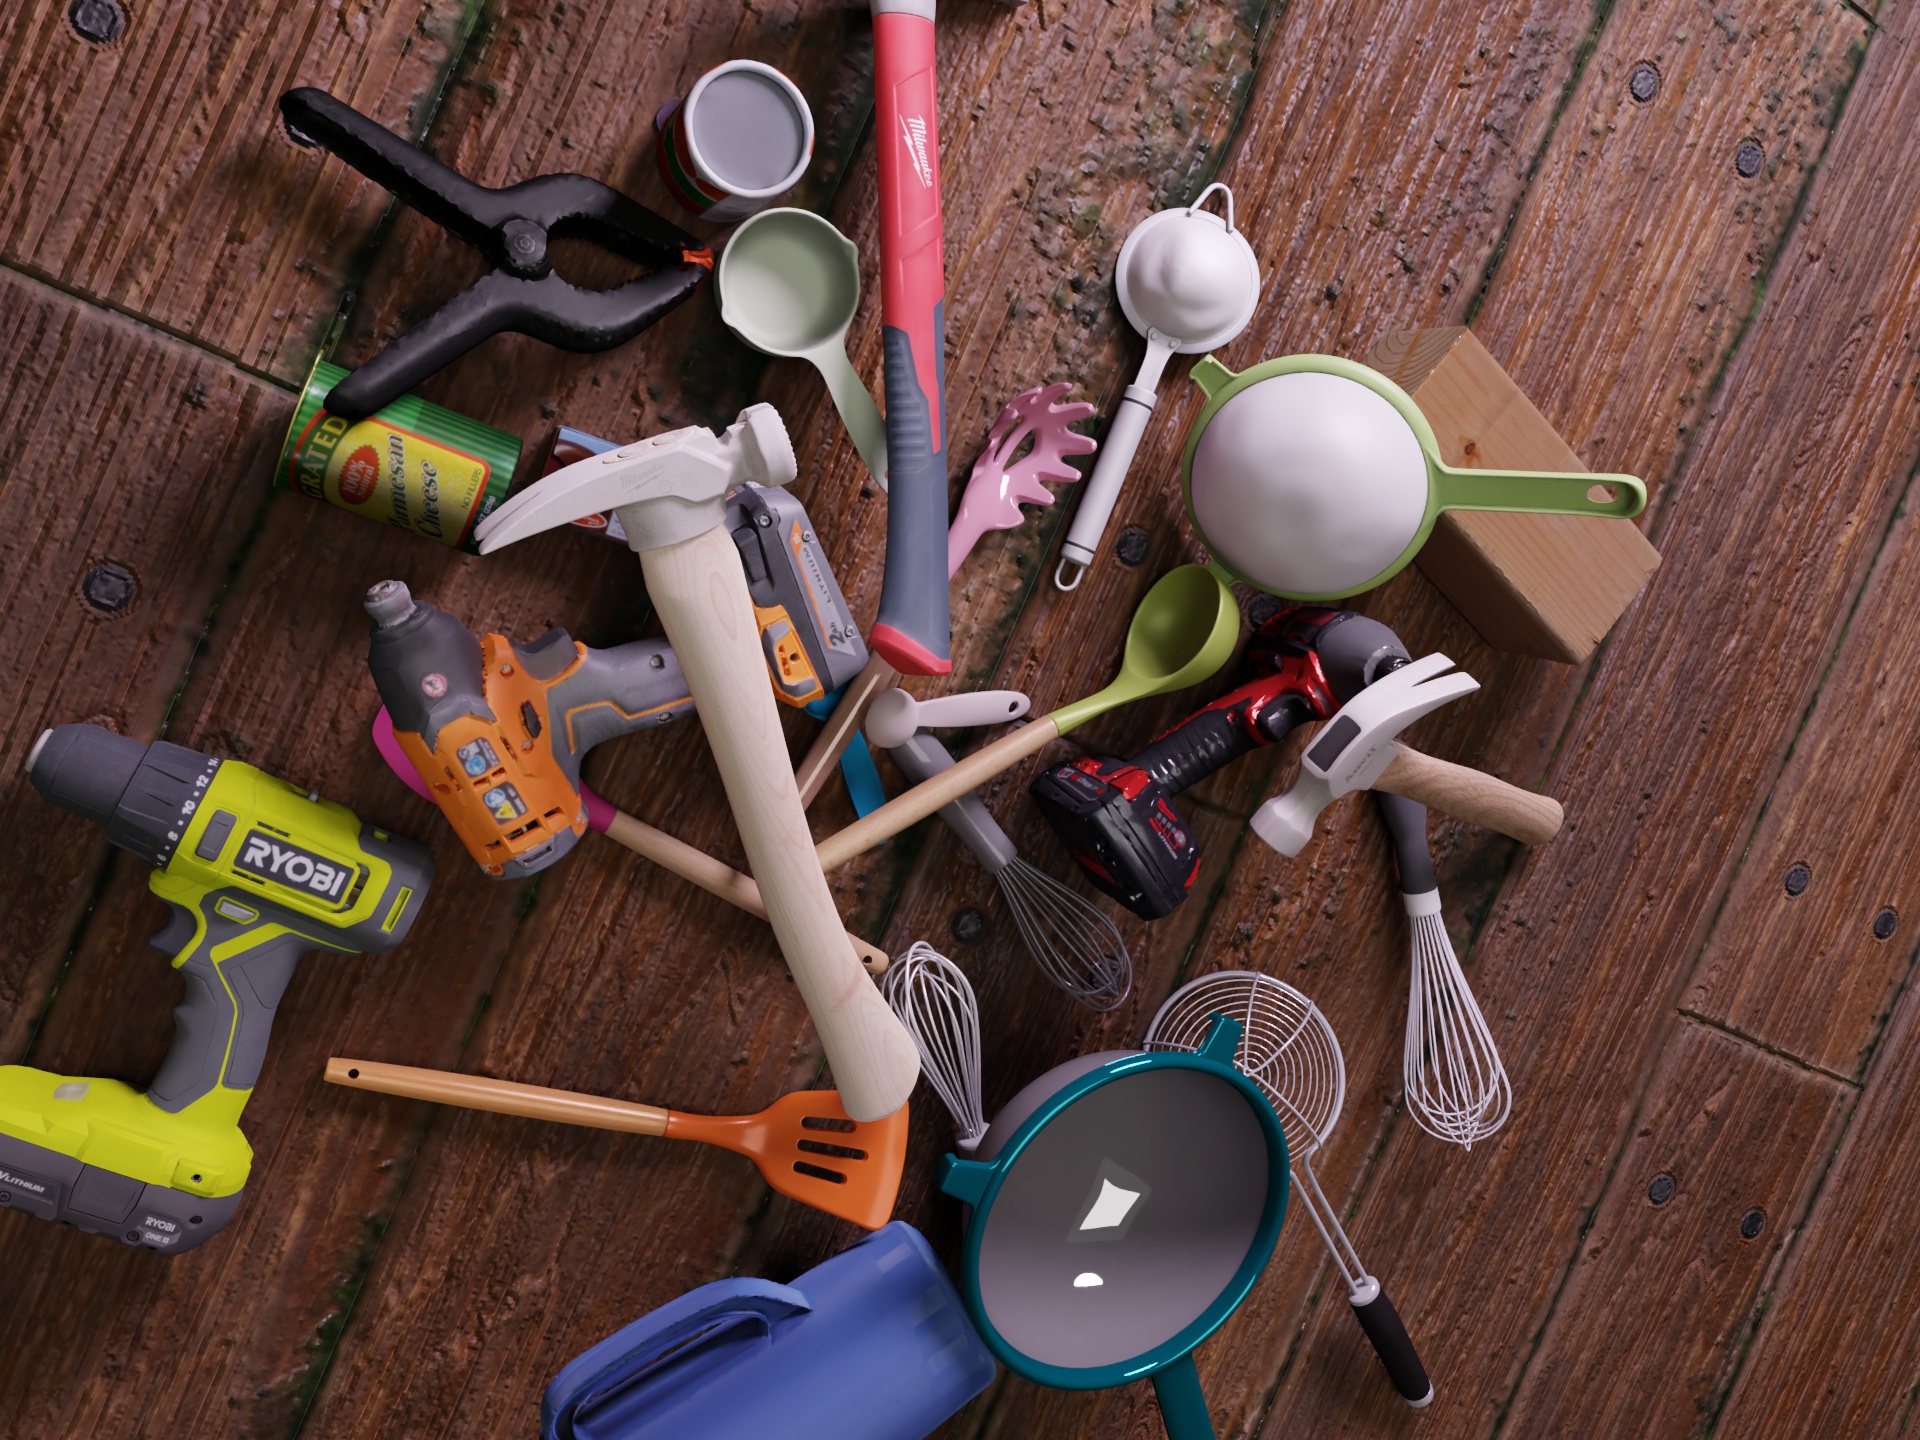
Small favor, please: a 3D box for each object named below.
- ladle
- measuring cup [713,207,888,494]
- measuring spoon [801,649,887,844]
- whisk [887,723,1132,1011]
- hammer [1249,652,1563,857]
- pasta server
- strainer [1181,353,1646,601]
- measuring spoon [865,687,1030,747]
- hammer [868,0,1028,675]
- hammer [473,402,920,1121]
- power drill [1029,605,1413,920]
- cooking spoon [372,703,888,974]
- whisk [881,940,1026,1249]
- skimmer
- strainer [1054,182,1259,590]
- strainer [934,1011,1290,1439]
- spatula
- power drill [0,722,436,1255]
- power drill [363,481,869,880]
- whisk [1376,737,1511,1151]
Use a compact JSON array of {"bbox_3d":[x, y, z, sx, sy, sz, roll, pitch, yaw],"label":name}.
[{"bbox_3d":[0.026,0.005,0.900,0.320,0.078,0.062,-30,117,-17],"label":"ladle"},{"bbox_3d":[-0.075,-0.196,0.867,0.083,0.038,0.167,-33,109,-12],"label":"measuring cup"},{"bbox_3d":[-0.067,0.015,0.917,0.042,0.021,0.128,-29,116,-25],"label":"measuring spoon"},{"bbox_3d":[0.026,0.080,0.942,0.055,0.055,0.239,-40,104,-9],"label":"whisk"},{"bbox_3d":[0.294,0.039,0.949,0.331,0.031,0.130,15,117,-51],"label":"hammer"},{"bbox_3d":[-0.024,-0.056,0.893,0.060,0.040,0.316,38,80,-35],"label":"pasta server"},{"bbox_3d":[0.242,-0.120,0.884,0.256,0.069,0.151,6,120,21],"label":"strainer"},{"bbox_3d":[-0.001,-0.003,0.909,0.124,0.018,0.034,-6,114,-41],"label":"measuring spoon"},{"bbox_3d":[-0.012,-0.217,0.850,0.143,0.038,0.386,-4,95,-34],"label":"hammer"},{"bbox_3d":[-0.105,0.053,0.810,0.146,0.038,0.410,-21,120,-11],"label":"hammer"},{"bbox_3d":[0.160,0.013,0.926,0.219,0.143,0.078,-37,106,-8],"label":"power drill"},{"bbox_3d":[-0.173,0.068,0.884,0.318,0.017,0.069,31,86,-20],"label":"cooking spoon"},{"bbox_3d":[0.006,0.244,0.963,0.058,0.059,0.246,-10,109,20],"label":"whisk"},{"bbox_3d":[0.235,0.323,1.061,0.127,0.090,0.363,-31,118,-3],"label":"skimmer"},{"bbox_3d":[0.109,-0.196,0.930,0.087,0.050,0.258,21,95,-5],"label":"strainer"},{"bbox_3d":[0.098,0.331,0.960,0.211,0.095,0.340,-24,115,-17],"label":"strainer"},{"bbox_3d":[-0.188,0.222,0.892,0.322,0.041,0.081,14,78,-19],"label":"spatula"},{"bbox_3d":[-0.396,0.127,0.787,0.190,0.080,0.228,27,87,-21],"label":"power drill"},{"bbox_3d":[-0.177,-0.038,0.802,0.226,0.084,0.164,-30,123,-12],"label":"power drill"},{"bbox_3d":[0.309,0.149,1.046,0.070,0.070,0.284,-16,99,-16],"label":"whisk"}]
